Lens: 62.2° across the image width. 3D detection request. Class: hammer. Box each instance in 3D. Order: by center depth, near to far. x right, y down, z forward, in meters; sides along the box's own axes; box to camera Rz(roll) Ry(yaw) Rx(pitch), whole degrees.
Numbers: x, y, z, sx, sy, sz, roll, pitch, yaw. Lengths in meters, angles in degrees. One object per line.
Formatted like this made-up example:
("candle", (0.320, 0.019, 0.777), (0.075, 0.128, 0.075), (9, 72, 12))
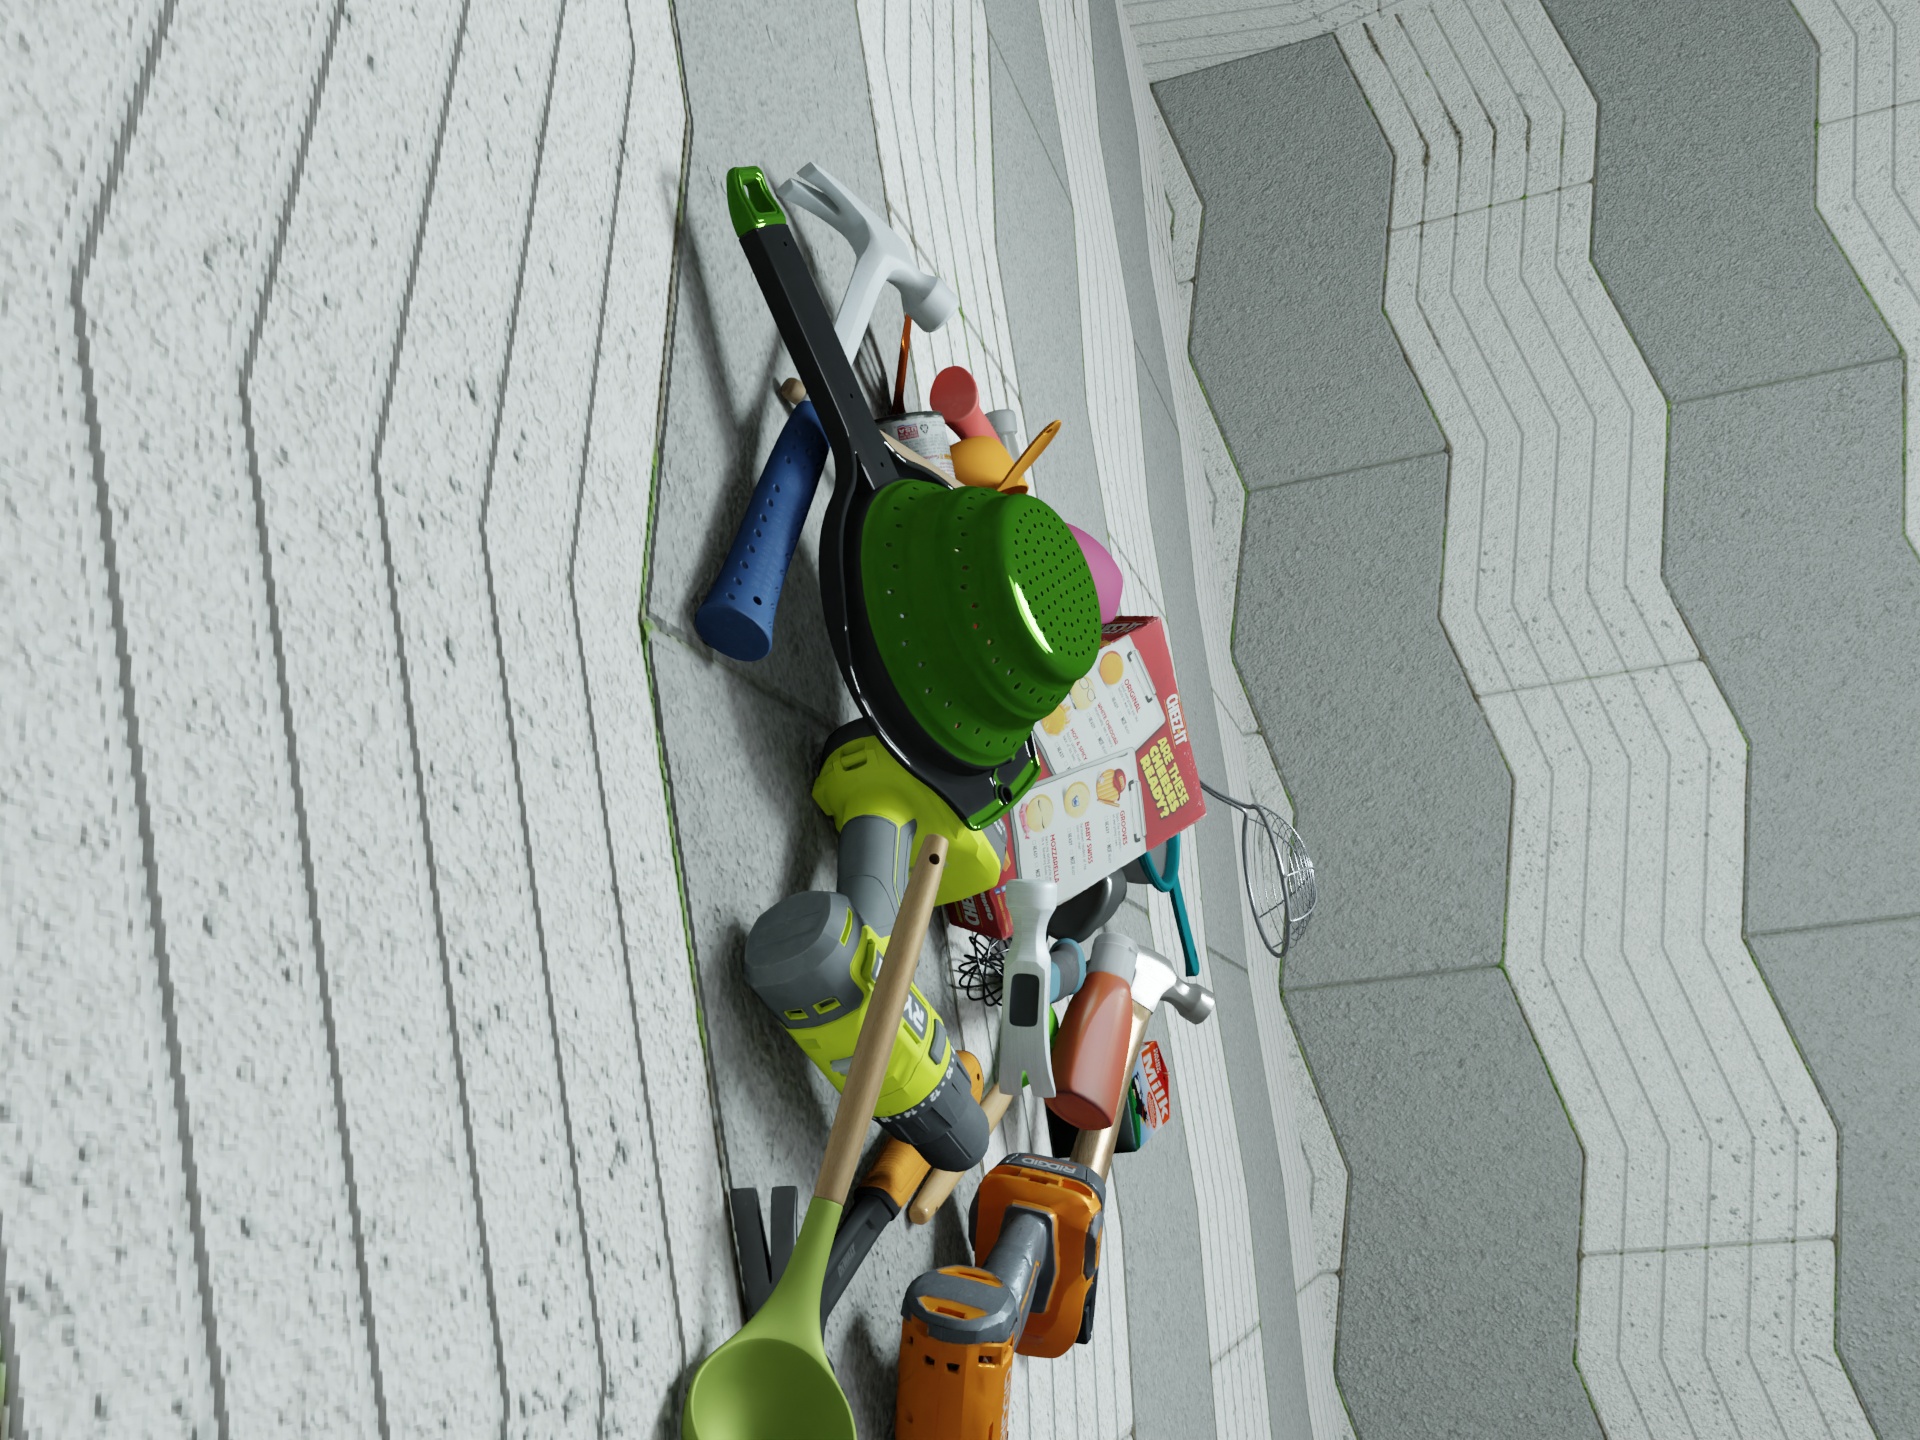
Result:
("hammer", (-0.042, 0.254, 0.899), (0.337, 0.034, 0.127), (-34, 114, -73))
("hammer", (-0.089, -0.192, 0.953), (0.144, 0.035, 0.406), (41, 40, -27))
("hammer", (0.058, 0.171, 1.055), (0.331, 0.033, 0.128), (38, 55, -80))
("hammer", (0.104, 0.316, 1.224), (0.130, 0.031, 0.331), (33, 52, -13))
("hammer", (0.024, -0.218, 1.327), (0.359, 0.036, 0.149), (6, 74, -81))

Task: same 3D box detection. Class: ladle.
("ladle", (-0.049, 0.194, 0.730), (0.062, 0.078, 0.320), (-41, -151, 60))

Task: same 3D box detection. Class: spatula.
("spatula", (-0.010, -0.183, 1.260), (0.081, 0.041, 0.322), (-85, 159, -47))

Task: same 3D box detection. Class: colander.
("colander", (-0.016, -0.138, 0.900), (0.204, 0.094, 0.397), (-38, 107, -58))

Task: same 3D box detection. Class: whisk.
("whisk", (0.044, 0.195, 1.206), (0.238, 0.055, 0.055), (43, 40, -71))

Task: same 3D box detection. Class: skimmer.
("skimmer", (0.158, 0.052, 1.356), (0.090, 0.363, 0.127), (-47, 165, -16))

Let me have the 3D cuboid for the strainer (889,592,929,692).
("strainer", (-0.002, -0.004, 1.163), (0.258, 0.087, 0.050), (61, -8, -31))

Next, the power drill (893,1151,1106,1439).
("power drill", (0.021, 0.372, 0.948), (0.226, 0.084, 0.164), (-26, 122, -69))

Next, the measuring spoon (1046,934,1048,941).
("measuring spoon", (0.074, 0.215, 1.335), (0.042, 0.021, 0.128), (-52, 129, -68))

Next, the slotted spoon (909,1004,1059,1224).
("slotted spoon", (0.022, 0.271, 1.107), (0.314, 0.031, 0.070), (-32, 142, -69))

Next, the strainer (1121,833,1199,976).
("strainer", (0.161, 0.119, 1.564), (0.211, 0.095, 0.340), (-70, 148, -57))

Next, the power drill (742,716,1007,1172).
("power drill", (-0.032, 0.121, 0.894), (0.190, 0.080, 0.229), (56, 26, -31))

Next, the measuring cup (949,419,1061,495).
("measuring cup", (0.018, -0.188, 1.145), (0.095, 0.173, 0.052), (-25, 81, -33))

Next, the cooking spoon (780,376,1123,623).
("cooking spoon", (0.005, -0.149, 1.083), (0.318, 0.017, 0.069), (28, 69, -36))
